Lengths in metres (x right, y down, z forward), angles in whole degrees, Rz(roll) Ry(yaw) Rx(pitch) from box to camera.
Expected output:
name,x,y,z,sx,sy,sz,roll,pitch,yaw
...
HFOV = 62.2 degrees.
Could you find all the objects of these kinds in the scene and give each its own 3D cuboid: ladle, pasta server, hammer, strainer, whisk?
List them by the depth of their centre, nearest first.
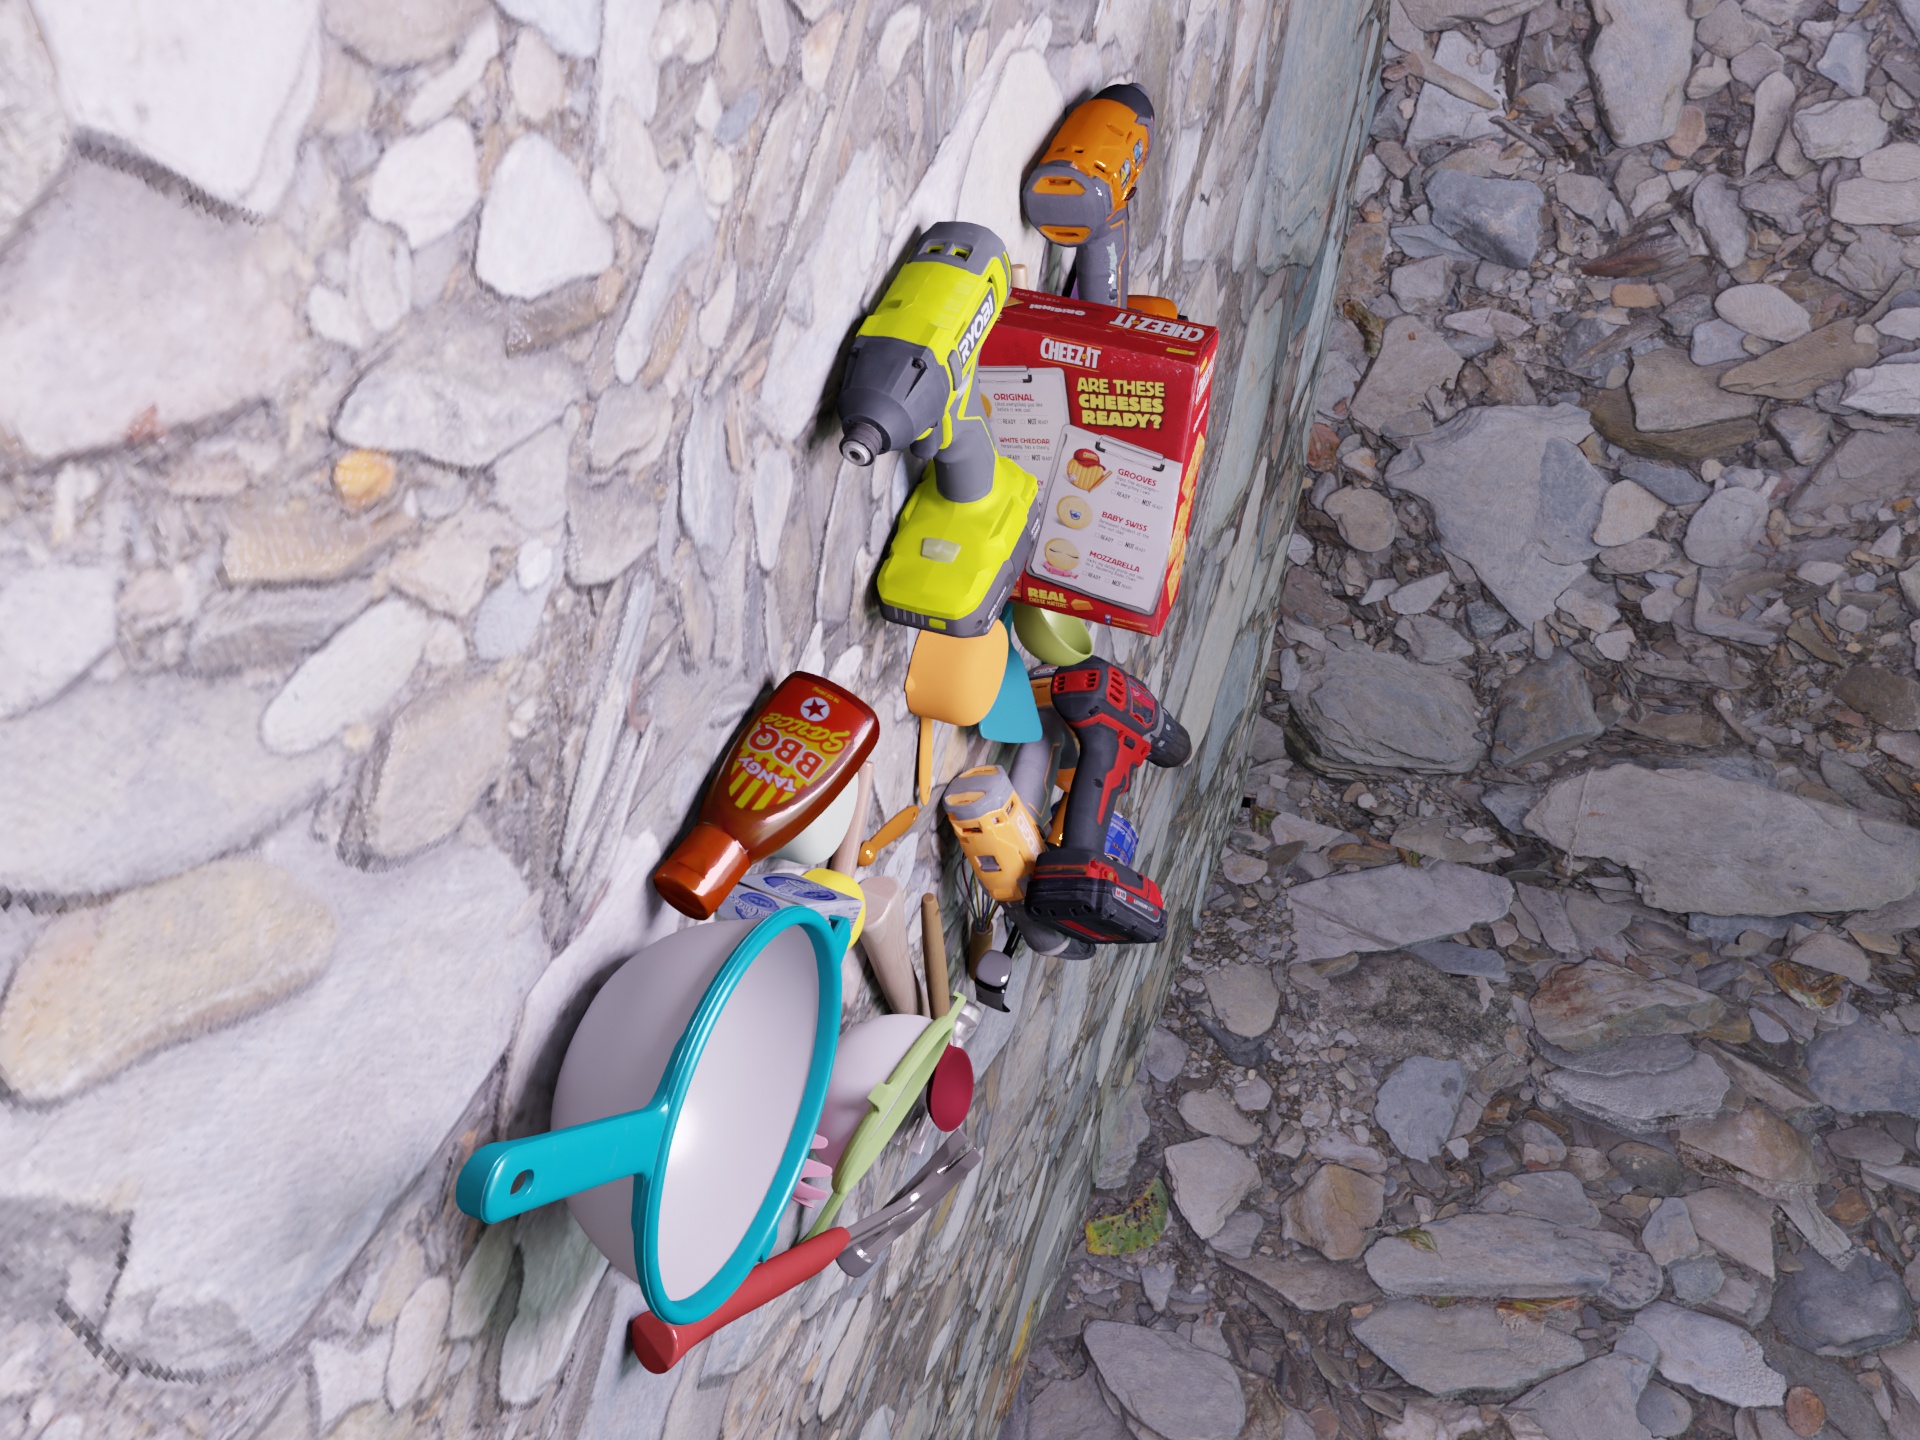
name,x,y,z,sx,sy,sz,roll,pitch,yaw
strainer,-0.161,0.180,0.748,0.340,0.095,0.211,21,83,-72
pasta server,-0.091,0.182,1.094,0.040,0.060,0.316,9,96,-29
hammer,-0.106,0.375,1.114,0.149,0.037,0.359,-47,161,14
ladle,0.063,-0.181,1.183,0.078,0.062,0.319,-89,175,-56
strainer,-0.093,0.308,1.197,0.256,0.069,0.151,-62,169,29
ladle,-0.017,0.240,1.300,0.315,0.031,0.069,86,28,-47
hammer,-0.046,0.239,1.312,0.410,0.038,0.146,76,35,-61
whisk,0.020,0.177,1.477,0.051,0.047,0.244,-52,160,-31
hammer,0.093,0.116,1.511,0.127,0.034,0.337,87,27,-66

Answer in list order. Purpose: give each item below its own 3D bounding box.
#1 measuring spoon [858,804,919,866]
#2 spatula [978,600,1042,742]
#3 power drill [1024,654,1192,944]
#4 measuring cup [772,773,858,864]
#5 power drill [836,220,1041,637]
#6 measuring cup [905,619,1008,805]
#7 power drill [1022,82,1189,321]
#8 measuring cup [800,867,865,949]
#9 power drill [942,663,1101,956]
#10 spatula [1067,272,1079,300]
name,x,y,z,sx,sy,sz,roll,pitch,yaw
measuring spoon,-0.050,0.085,1.187,0.117,0.011,0.021,-35,139,-66
spatula,0.065,-0.140,1.291,0.082,0.044,0.317,4,103,-49
power drill,0.136,0.073,1.352,0.187,0.080,0.227,30,61,-49
measuring cup,-0.104,0.065,0.927,0.167,0.038,0.083,-46,148,-64
power drill,-0.015,-0.159,0.956,0.223,0.080,0.171,77,32,-53
measuring cup,-0.002,-0.004,1.186,0.095,0.052,0.173,-51,151,-54
power drill,0.114,-0.346,1.176,0.226,0.084,0.164,74,34,-46
measuring cup,-0.107,0.159,1.010,0.157,0.029,0.062,-57,138,-38
power drill,0.077,0.076,1.394,0.185,0.084,0.226,63,38,-27
spatula,0.058,-0.221,1.244,0.059,0.018,0.316,54,52,-76
